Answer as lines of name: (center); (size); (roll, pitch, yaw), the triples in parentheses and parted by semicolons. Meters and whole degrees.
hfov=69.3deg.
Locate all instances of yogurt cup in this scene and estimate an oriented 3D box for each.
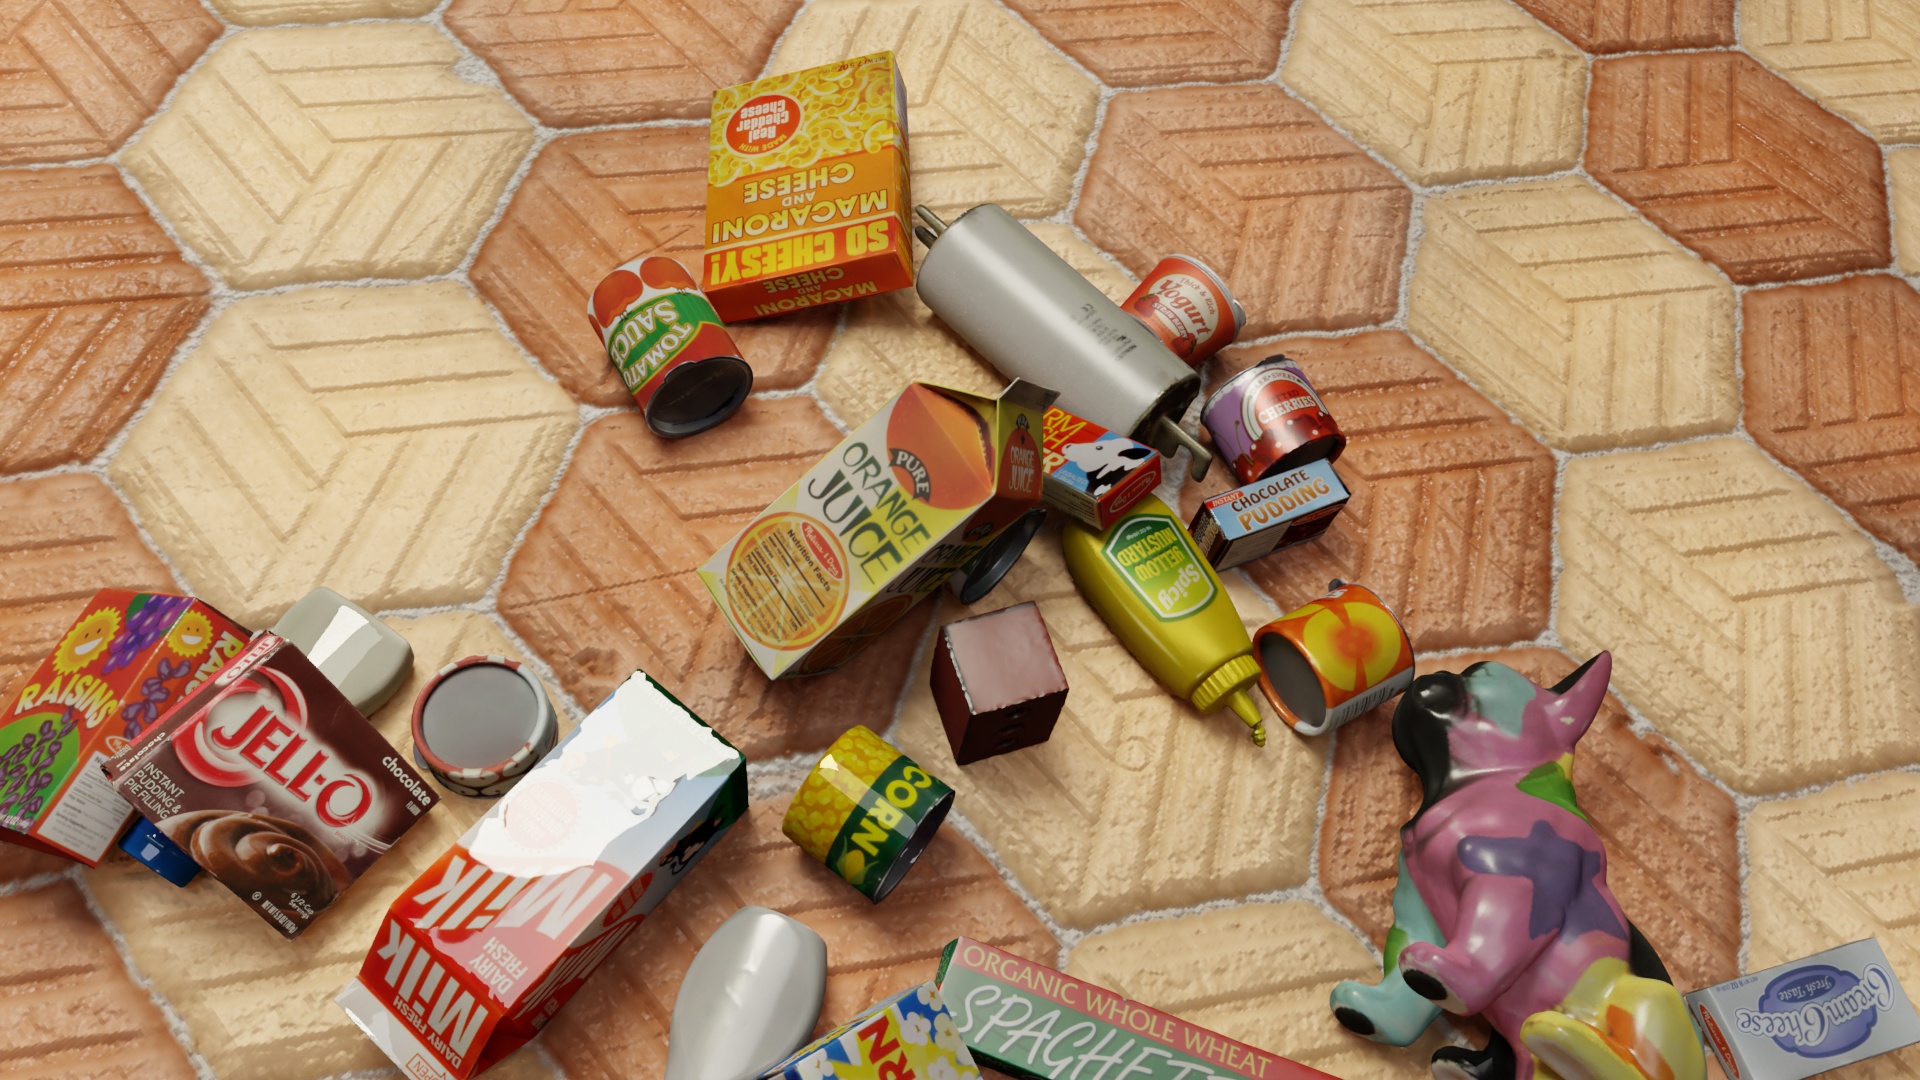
yogurt cup: (0.129, -0.133, 0.851); (0.054, 0.072, 0.072); (-41, 72, -16)

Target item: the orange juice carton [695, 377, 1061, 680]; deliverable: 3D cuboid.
orange juice carton: (-0.031, -0.016, 0.698); (0.192, 0.072, 0.073); (-40, 75, 15)

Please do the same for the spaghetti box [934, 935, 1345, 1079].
spaghetti box: (0.104, 0.252, 0.647); (0.250, 0.028, 0.050); (20, 59, 4)

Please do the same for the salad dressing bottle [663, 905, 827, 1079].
salad dressing bottle: (-0.110, 0.240, 0.619); (0.064, 0.043, 0.148); (20, 61, 9)

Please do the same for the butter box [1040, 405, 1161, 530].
butter box: (0.056, -0.046, 0.774); (0.103, 0.024, 0.053); (28, 52, 37)

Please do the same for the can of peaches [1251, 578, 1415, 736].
can of peaches: (0.197, 0.062, 0.745); (0.058, 0.071, 0.071); (-24, 66, -18)

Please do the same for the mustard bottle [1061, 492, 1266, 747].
mustard bottle: (0.120, 0.043, 0.756); (0.065, 0.048, 0.160); (-28, 67, -19)

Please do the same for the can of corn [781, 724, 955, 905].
can of corn: (-0.044, 0.131, 0.673); (0.058, 0.070, 0.071); (34, 62, 13)

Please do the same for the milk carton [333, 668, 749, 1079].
milk carton: (-0.188, 0.159, 0.638); (0.072, 0.073, 0.191); (38, 63, 14)

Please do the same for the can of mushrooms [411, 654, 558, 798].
can of mushrooms: (-0.239, 0.093, 0.692); (0.071, 0.033, 0.071); (3, 61, -6)

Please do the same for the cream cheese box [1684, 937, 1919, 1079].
cream cheese box: (0.424, 0.239, 0.697); (0.104, 0.024, 0.053); (-11, 64, -13)

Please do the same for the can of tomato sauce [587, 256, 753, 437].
can of tomato sauce: (-0.168, -0.112, 0.797); (0.071, 0.071, 0.083); (-25, 66, -19)

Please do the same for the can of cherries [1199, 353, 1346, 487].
can of cherries: (0.184, -0.065, 0.813); (0.072, 0.071, 0.058); (-19, 65, -17)

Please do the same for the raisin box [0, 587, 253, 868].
raisin box: (-0.404, 0.084, 0.653); (0.086, 0.040, 0.124); (2, 55, 31)

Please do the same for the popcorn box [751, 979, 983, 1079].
popcorn box: (-0.021, 0.264, 0.587); (0.085, 0.038, 0.127); (-16, 72, -47)

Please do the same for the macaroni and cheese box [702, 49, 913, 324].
macaroni and cheese box: (-0.093, -0.221, 0.865); (0.124, 0.040, 0.167); (-9, 61, 11)

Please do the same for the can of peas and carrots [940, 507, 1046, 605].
can of peas and carrots: (0.003, -0.010, 0.762); (0.059, 0.070, 0.071); (39, 63, 15)

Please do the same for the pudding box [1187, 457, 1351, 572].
pudding box: (0.175, -0.013, 0.795); (0.084, 0.049, 0.030); (-18, 66, -16)

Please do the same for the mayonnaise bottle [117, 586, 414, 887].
mayonnaise bottle: (-0.337, 0.096, 0.674); (0.065, 0.041, 0.149); (34, 63, 0)
